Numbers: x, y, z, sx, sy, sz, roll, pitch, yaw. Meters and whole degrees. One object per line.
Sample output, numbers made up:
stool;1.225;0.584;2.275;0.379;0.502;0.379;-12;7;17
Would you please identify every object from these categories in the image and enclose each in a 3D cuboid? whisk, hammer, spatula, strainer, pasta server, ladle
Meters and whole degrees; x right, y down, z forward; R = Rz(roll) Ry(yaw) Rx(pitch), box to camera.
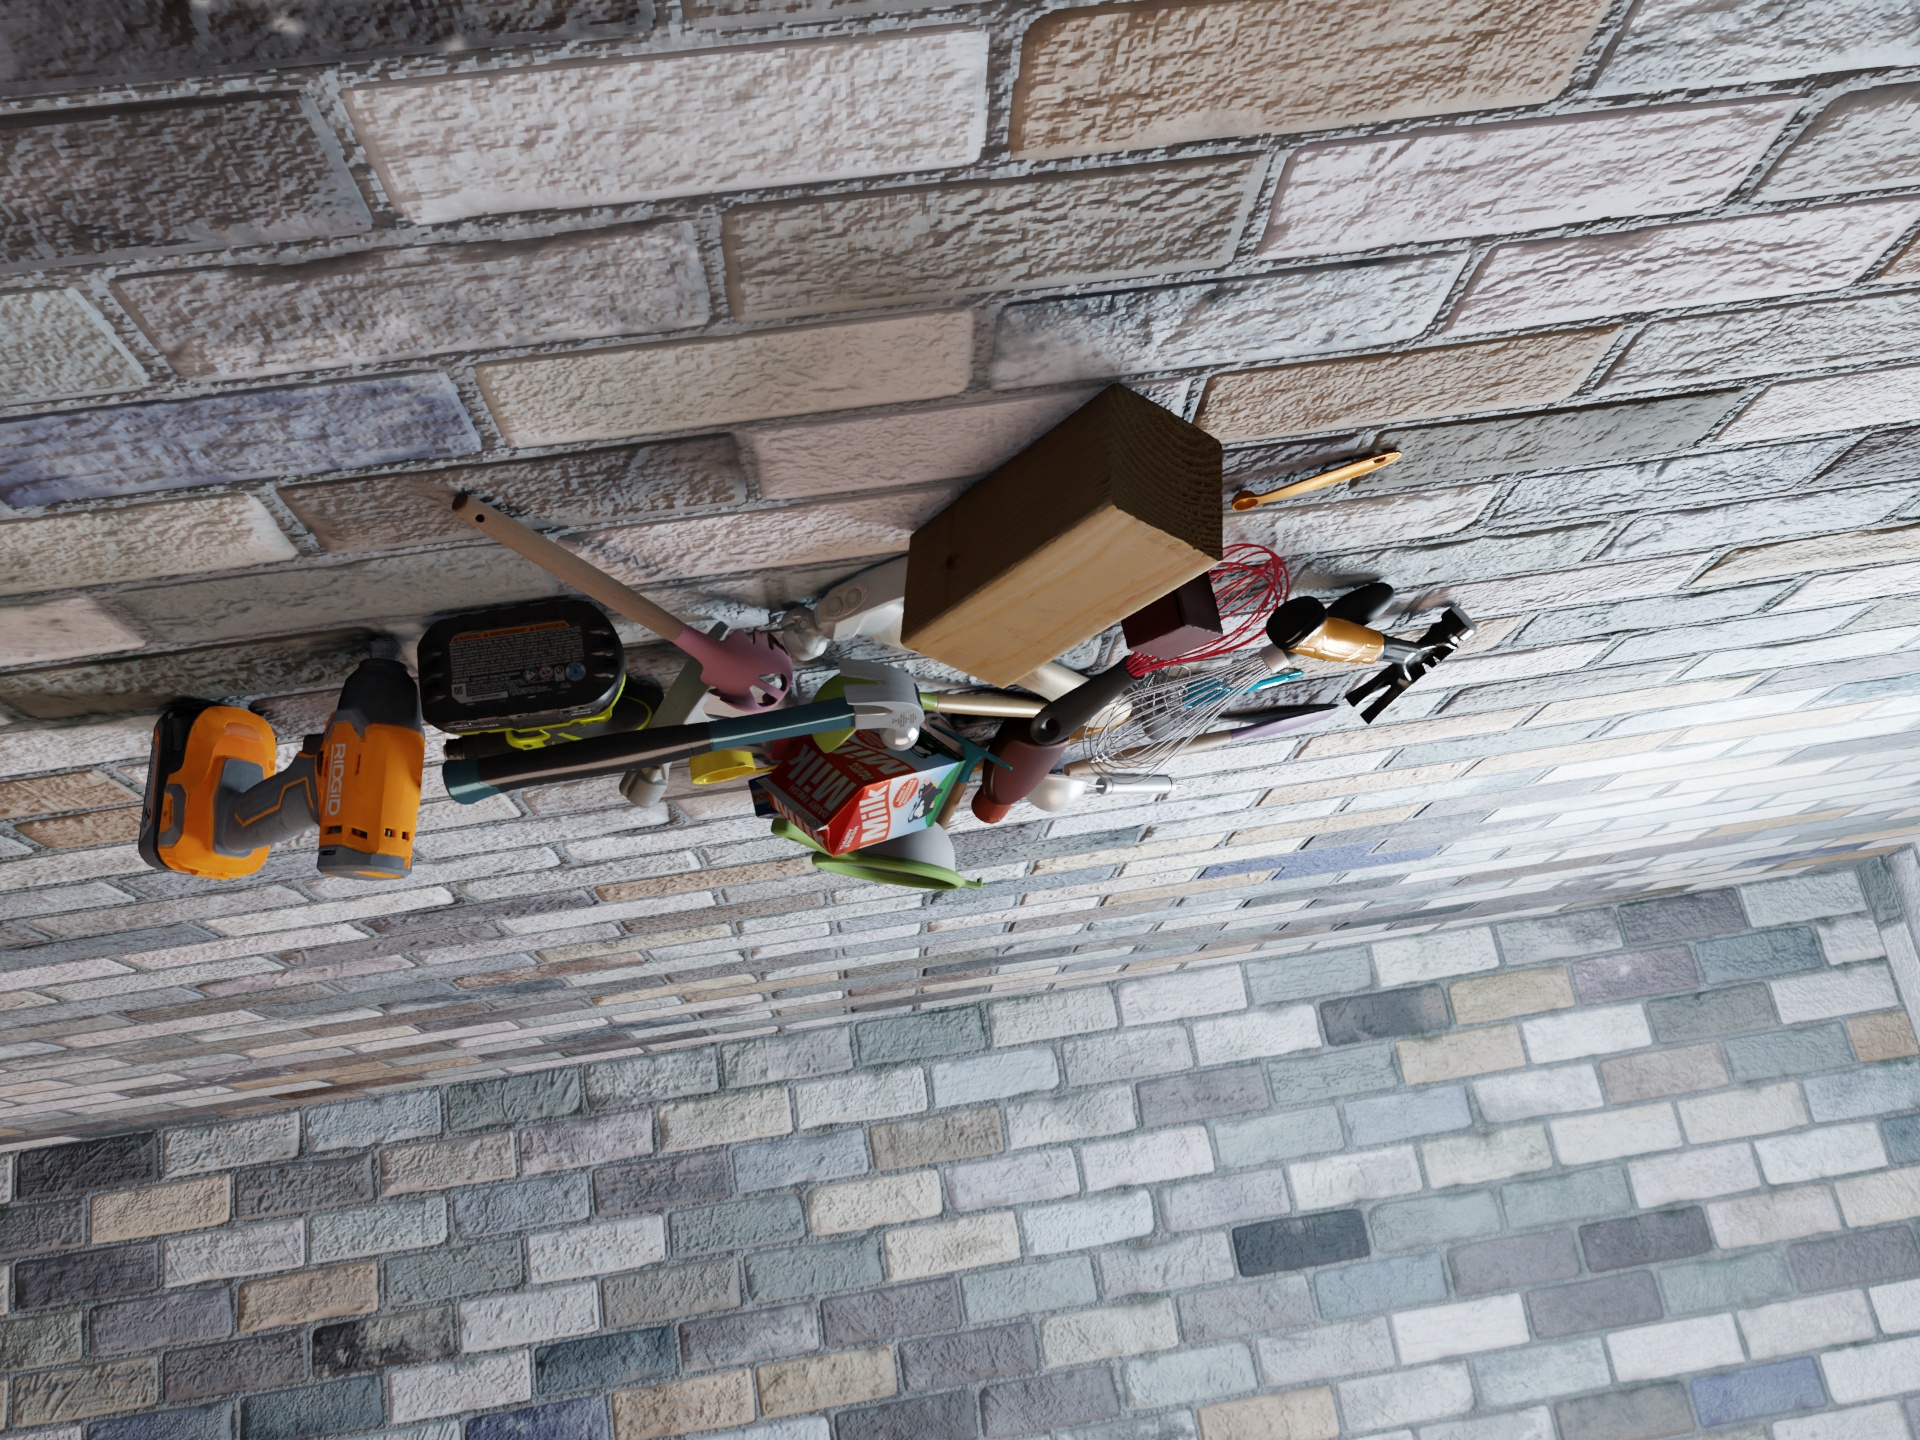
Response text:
whisk;0.228;-0.034;1.300;0.284;0.070;0.070;-30;159;5
hammer;-0.132;0.009;1.307;0.149;0.037;0.359;-56;157;11
spatula;-0.010;0.071;1.522;0.082;0.044;0.317;28;153;2
strainer;-0.095;0.106;1.522;0.151;0.069;0.256;1;164;33
pasta server;-0.209;-0.073;1.037;0.060;0.040;0.316;-53;141;3
strainer;0.148;0.072;1.694;0.258;0.050;0.087;1;175;-38
ladle;-0.002;-0.004;1.337;0.320;0.062;0.078;3;146;-48
spatula;0.240;0.021;1.564;0.316;0.018;0.059;-11;167;-25
whisk;0.147;-0.051;1.240;0.073;0.073;0.296;5;152;-37
hammer;0.312;-0.055;1.261;0.127;0.034;0.336;-44;156;23
hammer;-0.188;0.014;1.107;0.331;0.033;0.128;-10;161;-8
hammer;0.040;-0.051;1.270;0.146;0.038;0.410;-21;159;28
whisk;0.180;-0.016;1.439;0.055;0.055;0.238;-11;166;4

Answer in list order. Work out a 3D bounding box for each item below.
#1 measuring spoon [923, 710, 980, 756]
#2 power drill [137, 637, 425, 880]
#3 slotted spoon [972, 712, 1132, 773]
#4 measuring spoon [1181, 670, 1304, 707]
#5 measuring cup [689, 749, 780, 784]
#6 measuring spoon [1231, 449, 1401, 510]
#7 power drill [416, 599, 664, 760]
measuring spoon;-0.011;0.011;1.473;0.034;0.018;0.124;-15;154;12
power drill;-0.464;0.031;1.108;0.226;0.164;0.084;-5;166;29
slotted spoon;0.021;0.041;1.554;0.314;0.031;0.070;-18;158;20
measuring spoon;0.259;-0.038;1.462;0.128;0.021;0.042;-13;162;-20
measuring cup;-0.179;0.032;1.442;0.062;0.029;0.156;-23;170;41
measuring spoon;0.238;-0.165;1.072;0.117;0.011;0.021;-17;161;11
power drill;-0.309;-0.009;1.159;0.171;0.080;0.223;-8;165;-6
